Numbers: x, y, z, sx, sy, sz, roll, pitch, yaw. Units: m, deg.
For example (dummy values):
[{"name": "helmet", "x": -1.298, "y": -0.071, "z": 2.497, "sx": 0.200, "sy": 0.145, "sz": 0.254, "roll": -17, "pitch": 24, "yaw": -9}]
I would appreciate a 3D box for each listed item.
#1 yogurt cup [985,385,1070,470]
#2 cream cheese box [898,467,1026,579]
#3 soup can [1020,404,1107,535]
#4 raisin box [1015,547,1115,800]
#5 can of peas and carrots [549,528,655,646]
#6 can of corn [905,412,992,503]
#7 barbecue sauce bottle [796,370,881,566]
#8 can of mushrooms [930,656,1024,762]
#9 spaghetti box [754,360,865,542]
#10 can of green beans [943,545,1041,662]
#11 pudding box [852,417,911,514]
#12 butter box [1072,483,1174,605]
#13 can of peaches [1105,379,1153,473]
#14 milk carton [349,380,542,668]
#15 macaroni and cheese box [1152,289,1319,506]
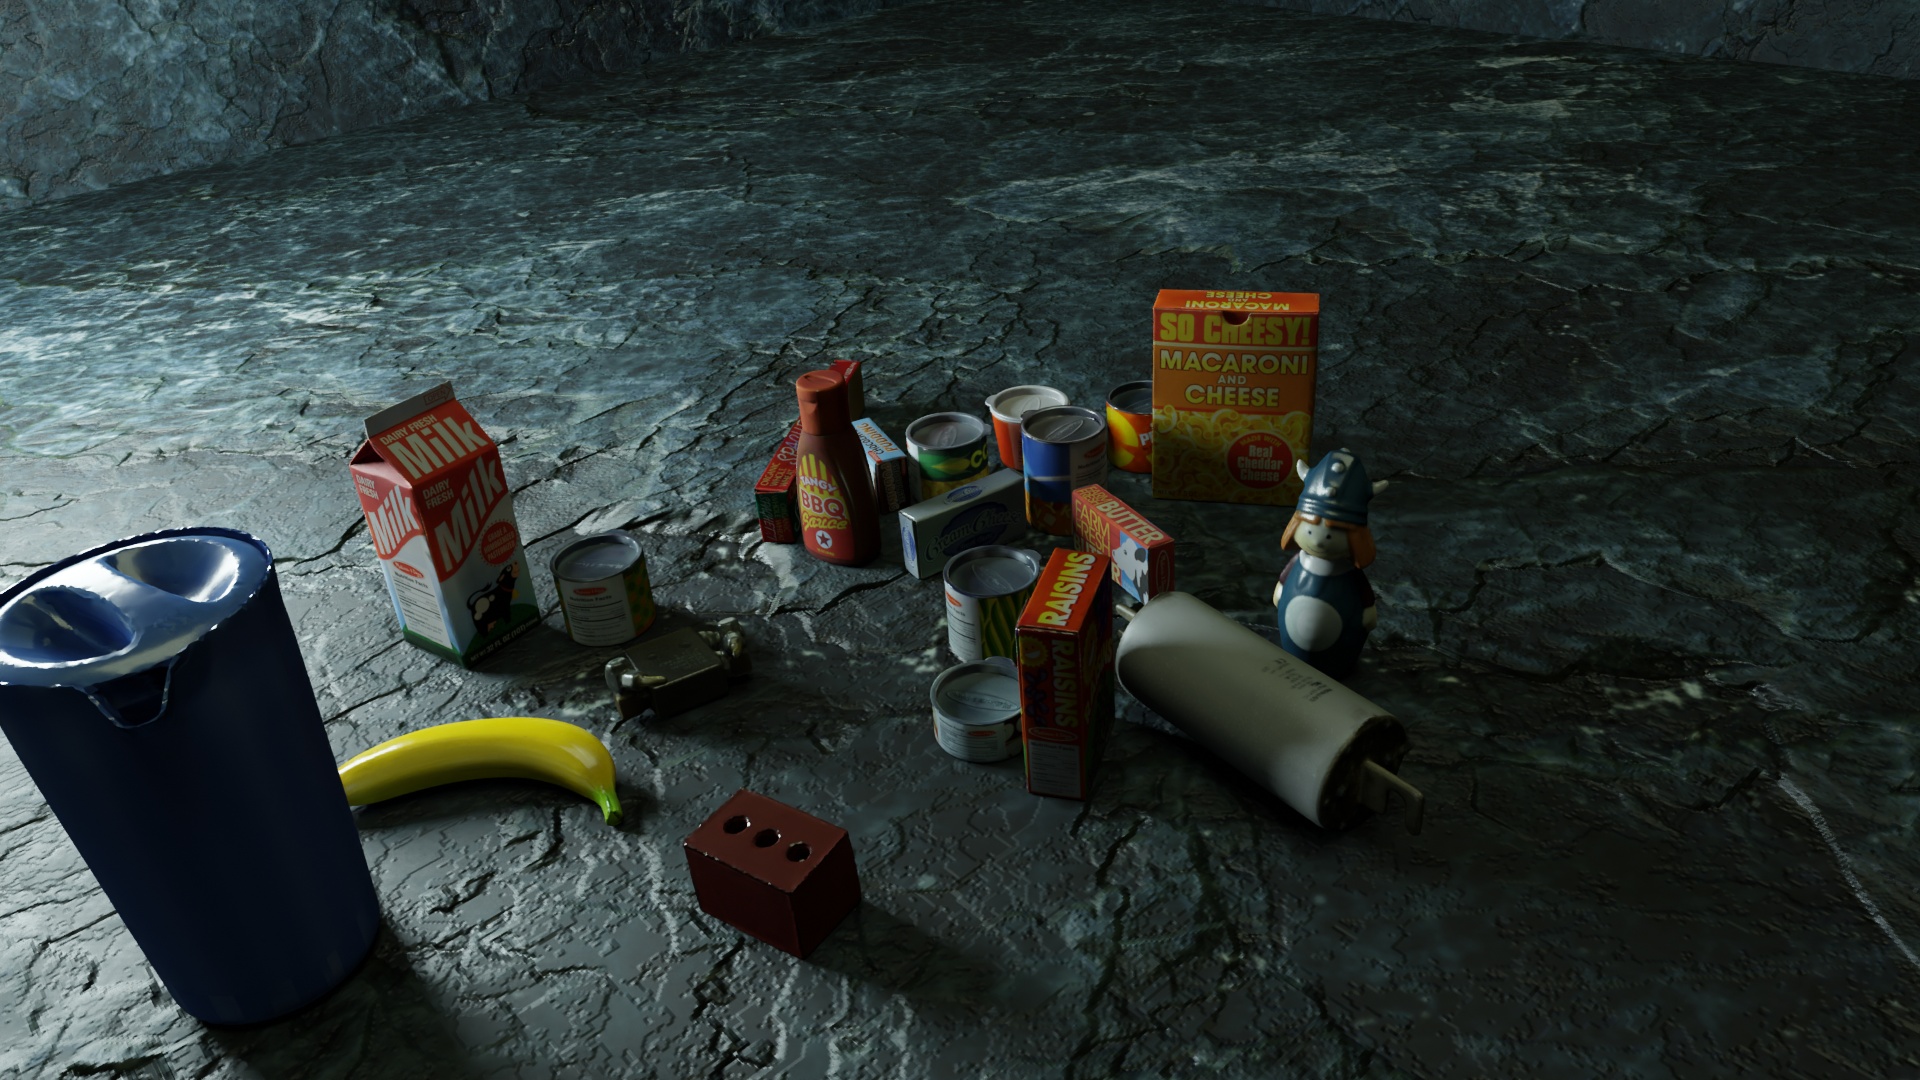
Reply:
[{"name": "yogurt cup", "x": 0.060, "y": -0.095, "z": 1.188, "sx": 0.072, "sy": 0.053, "sz": 0.073, "roll": -3, "pitch": 31, "yaw": 2}, {"name": "cream cheese box", "x": 0.004, "y": -0.013, "z": 1.061, "sx": 0.104, "sy": 0.053, "sz": 0.024, "roll": -22, "pitch": 35, "yaw": -27}, {"name": "soup can", "x": 0.080, "y": -0.056, "z": 1.093, "sx": 0.071, "sy": 0.083, "sz": 0.072, "roll": -3, "pitch": 31, "yaw": 2}, {"name": "raisin box", "x": 0.065, "y": 0.079, "z": 0.831, "sx": 0.040, "sy": 0.122, "sz": 0.086, "roll": 6, "pitch": 32, "yaw": 18}, {"name": "can of peas and carrots", "x": -0.259, "y": 0.034, "z": 1.011, "sx": 0.071, "sy": 0.058, "sz": 0.071, "roll": -3, "pitch": 31, "yaw": 2}, {"name": "can of corn", "x": -0.007, "y": -0.066, "z": 1.144, "sx": 0.071, "sy": 0.058, "sz": 0.071, "roll": -3, "pitch": 31, "yaw": 2}, {"name": "barbecue sauce bottle", "x": -0.097, "y": -0.055, "z": 1.051, "sx": 0.065, "sy": 0.147, "sz": 0.044, "roll": 16, "pitch": 37, "yaw": 31}, {"name": "can of mushrooms", "x": 0.016, "y": 0.106, "z": 0.879, "sx": 0.071, "sy": 0.033, "sz": 0.071, "roll": -3, "pitch": 31, "yaw": 2}, {"name": "spaghetti box", "x": -0.126, "y": -0.082, "z": 1.195, "sx": 0.029, "sy": 0.050, "sz": 0.251, "roll": 2, "pitch": 32, "yaw": 11}, {"name": "can of green beans", "x": 0.023, "y": 0.045, "z": 0.958, "sx": 0.071, "sy": 0.057, "sz": 0.071, "roll": -3, "pitch": 31, "yaw": 2}, {"name": "pudding box", "x": -0.072, "y": -0.063, "z": 1.157, "sx": 0.030, "sy": 0.049, "sz": 0.084, "roll": -17, "pitch": 33, "yaw": -20}, {"name": "butter box", "x": 0.118, "y": 0.003, "z": 1.020, "sx": 0.024, "sy": 0.052, "sz": 0.104, "roll": -18, "pitch": 34, "yaw": -22}, {"name": "can of peaches", "x": 0.158, "y": -0.096, "z": 1.173, "sx": 0.071, "sy": 0.057, "sz": 0.071, "roll": -3, "pitch": 31, "yaw": 2}, {"name": "milk carton", "x": -0.364, "y": -0.013, "z": 0.976, "sx": 0.073, "sy": 0.189, "sz": 0.073, "roll": 16, "pitch": 37, "yaw": 31}, {"name": "macaroni and cheese box", "x": 0.213, "y": -0.109, "z": 1.084, "sx": 0.124, "sy": 0.165, "sz": 0.040, "roll": 4, "pitch": 32, "yaw": 14}]
